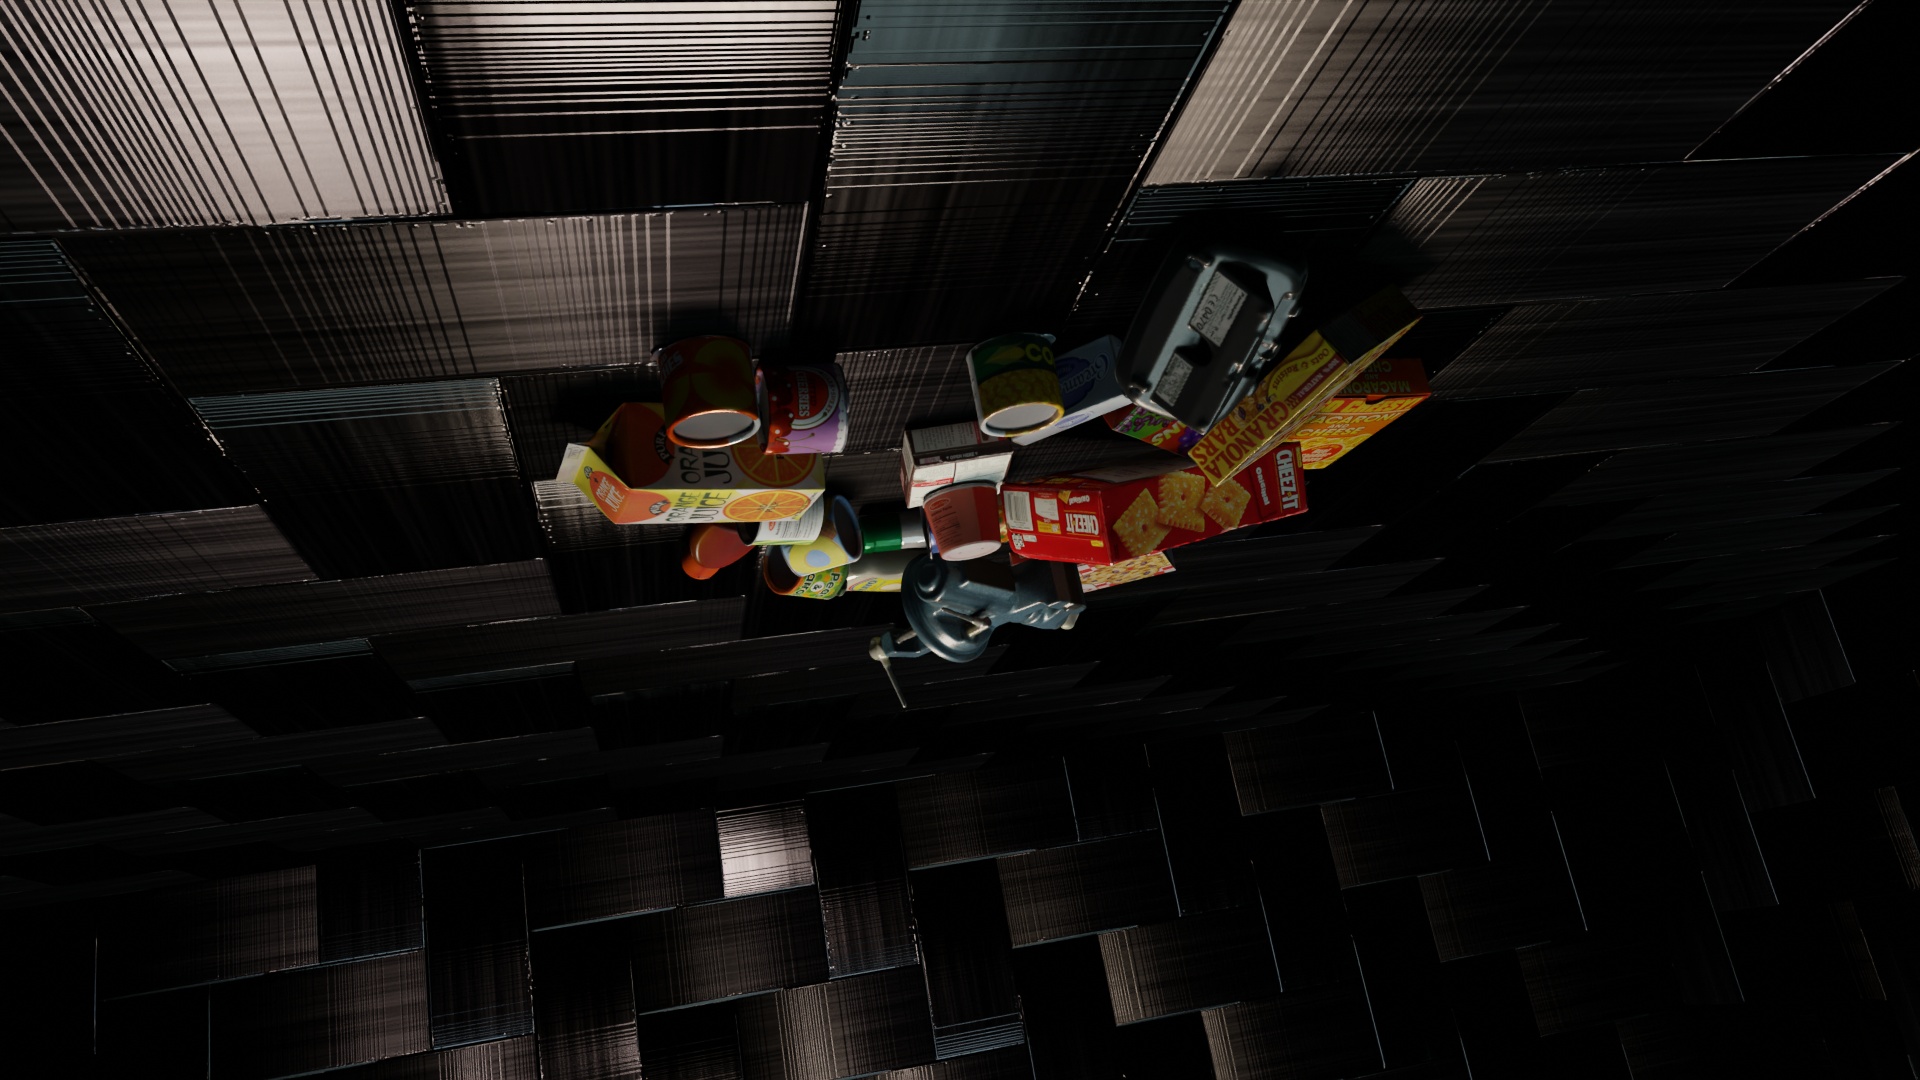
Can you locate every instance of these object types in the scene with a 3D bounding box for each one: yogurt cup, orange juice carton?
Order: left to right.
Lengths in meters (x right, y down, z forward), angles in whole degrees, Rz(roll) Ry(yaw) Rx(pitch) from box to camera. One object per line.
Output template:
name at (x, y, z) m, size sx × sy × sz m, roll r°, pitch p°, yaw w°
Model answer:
orange juice carton at (-0.208, -0.059, 1.065) m, size 0.193 × 0.073 × 0.071 m, roll -1°, pitch 160°, yaw -26°
yogurt cup at (0.004, -0.015, 1.228) m, size 0.072 × 0.054 × 0.072 m, roll -11°, pitch 165°, yaw -3°

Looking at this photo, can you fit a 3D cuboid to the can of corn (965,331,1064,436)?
can of corn at (0.044, -0.118, 1.048) m, size 0.071 × 0.058 × 0.071 m, roll -9°, pitch 163°, yaw -3°

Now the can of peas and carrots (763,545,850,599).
can of peas and carrots at (-0.151, 0.025, 1.366) m, size 0.070 × 0.071 × 0.059 m, roll -25°, pitch 156°, yaw 39°

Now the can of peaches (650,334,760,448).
can of peaches at (-0.177, -0.103, 0.968) m, size 0.071 × 0.058 × 0.071 m, roll -10°, pitch 163°, yaw -3°

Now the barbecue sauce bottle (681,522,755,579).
barbecue sauce bottle at (-0.222, -0.003, 1.286) m, size 0.065 × 0.044 × 0.148 m, roll -1°, pitch 161°, yaw -27°

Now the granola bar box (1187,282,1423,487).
granola bar box at (0.265, -0.120, 1.076) m, size 0.125 × 0.039 × 0.164 m, roll -31°, pitch 168°, yaw -41°

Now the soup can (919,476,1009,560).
soup can at (0.006, -0.023, 1.305) m, size 0.084 × 0.071 × 0.071 m, roll -9°, pitch 162°, yaw -6°

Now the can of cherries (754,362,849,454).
can of cherries at (-0.116, -0.097, 1.009) m, size 0.058 × 0.071 × 0.071 m, roll -3°, pitch 161°, yaw -18°

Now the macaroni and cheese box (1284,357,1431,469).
macaroni and cheese box at (0.323, -0.111, 1.260) m, size 0.124 × 0.040 × 0.165 m, roll -4°, pitch 162°, yaw -23°

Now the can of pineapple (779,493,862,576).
can of pineapple at (-0.131, -0.006, 1.290) m, size 0.058 × 0.071 × 0.071 m, roll -16°, pitch 162°, yaw 16°

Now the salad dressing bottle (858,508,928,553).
salad dressing bottle at (-0.025, -0.013, 1.364) m, size 0.148 × 0.044 × 0.064 m, roll -6°, pitch 168°, yaw -12°

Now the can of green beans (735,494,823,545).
can of green beans at (-0.157, -0.029, 1.200) m, size 0.058 × 0.071 × 0.071 m, roll -1°, pitch 160°, yaw -30°

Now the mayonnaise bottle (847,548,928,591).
mayonnaise bottle at (-0.100, 0.031, 1.466) m, size 0.148 × 0.041 × 0.064 m, roll 2°, pitch 157°, yaw -36°

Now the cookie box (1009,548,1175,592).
cookie box at (0.153, 0.025, 1.592) m, size 0.167 × 0.040 × 0.123 m, roll -15°, pitch 162°, yaw 14°

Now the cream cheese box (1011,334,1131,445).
cream cheese box at (0.082, -0.117, 1.081) m, size 0.103 × 0.053 × 0.024 m, roll -20°, pitch 162°, yaw 28°

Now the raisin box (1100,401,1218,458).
raisin box at (0.174, -0.117, 1.112) m, size 0.086 × 0.040 × 0.123 m, roll -46°, pitch 148°, yaw 22°
